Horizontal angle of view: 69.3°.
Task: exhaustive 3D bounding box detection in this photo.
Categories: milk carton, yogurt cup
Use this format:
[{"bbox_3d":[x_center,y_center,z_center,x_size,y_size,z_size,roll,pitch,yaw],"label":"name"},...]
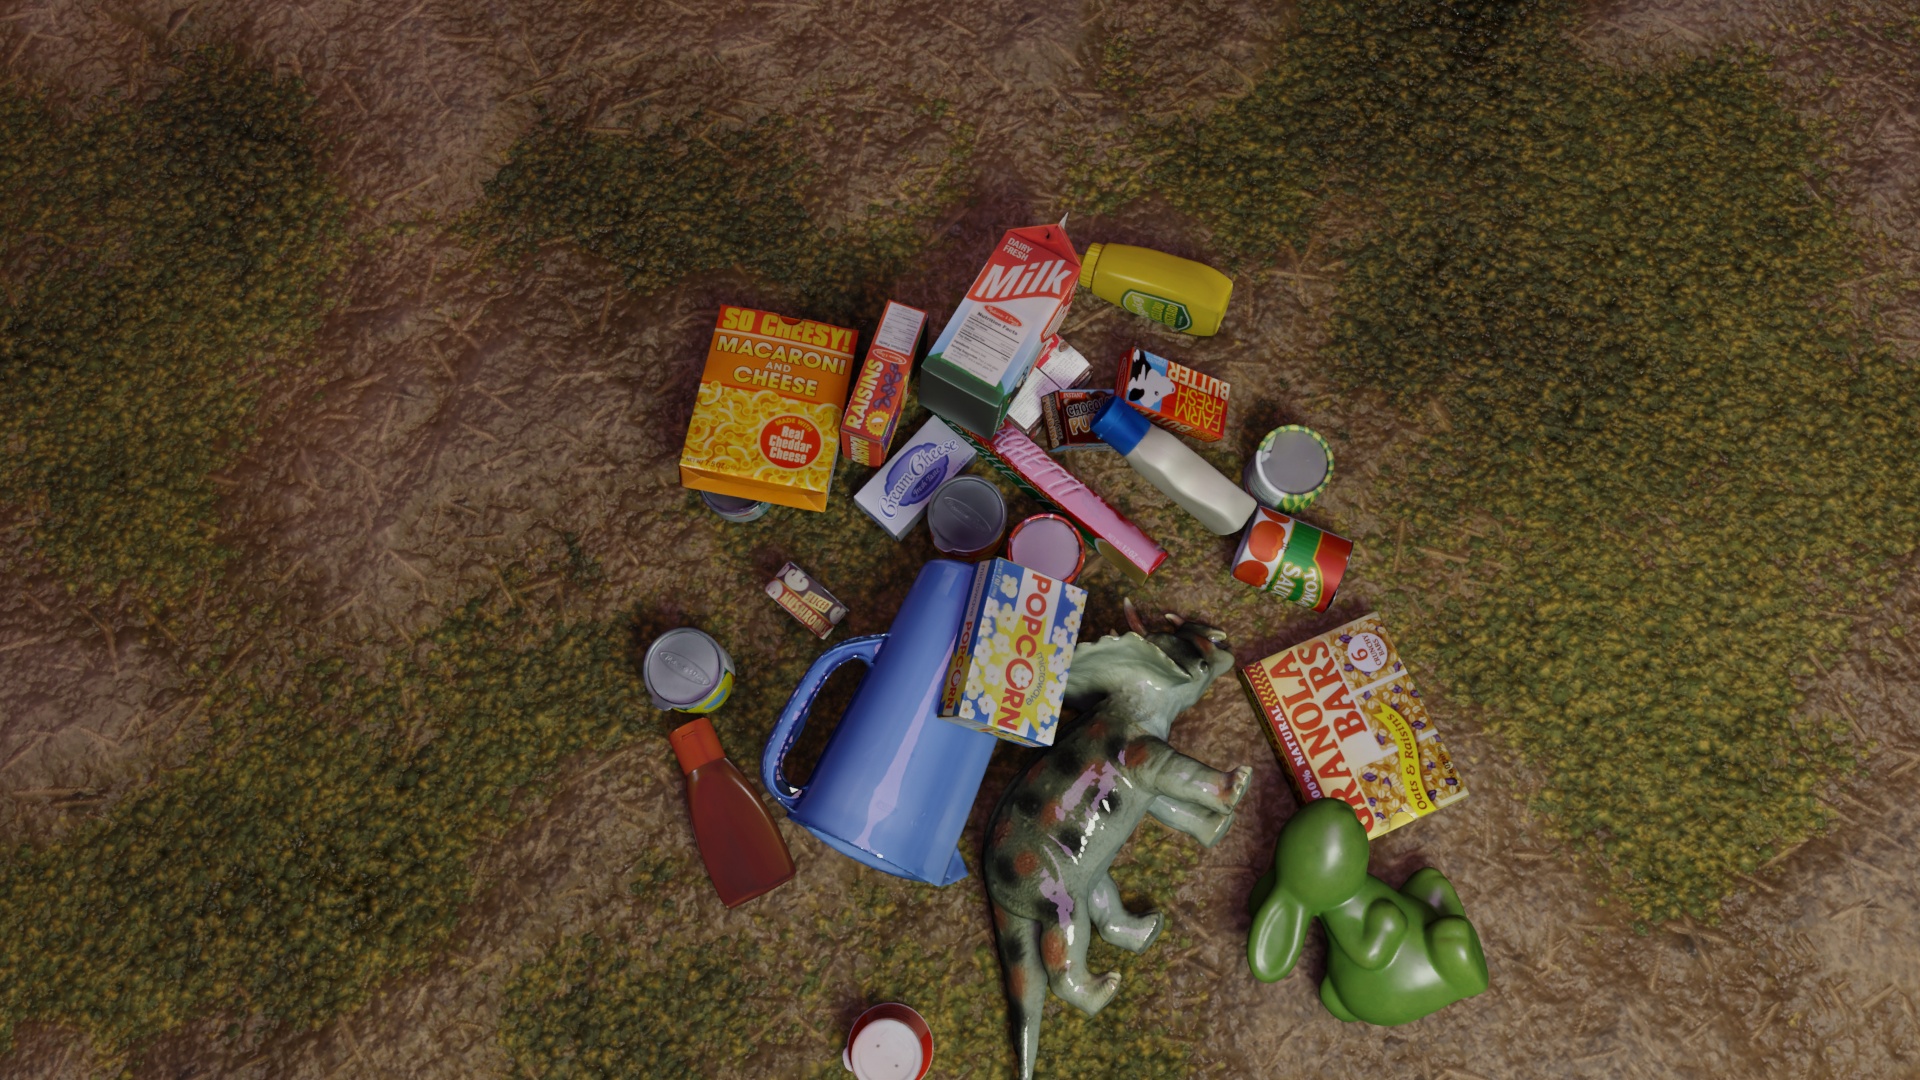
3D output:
[{"bbox_3d":[0.042,-0.187,1.165,0.073,0.072,0.191,29,71,6],"label":"milk carton"},{"bbox_3d":[-0.055,0.395,1.072,0.072,0.054,0.072,0,76,0],"label":"yogurt cup"}]

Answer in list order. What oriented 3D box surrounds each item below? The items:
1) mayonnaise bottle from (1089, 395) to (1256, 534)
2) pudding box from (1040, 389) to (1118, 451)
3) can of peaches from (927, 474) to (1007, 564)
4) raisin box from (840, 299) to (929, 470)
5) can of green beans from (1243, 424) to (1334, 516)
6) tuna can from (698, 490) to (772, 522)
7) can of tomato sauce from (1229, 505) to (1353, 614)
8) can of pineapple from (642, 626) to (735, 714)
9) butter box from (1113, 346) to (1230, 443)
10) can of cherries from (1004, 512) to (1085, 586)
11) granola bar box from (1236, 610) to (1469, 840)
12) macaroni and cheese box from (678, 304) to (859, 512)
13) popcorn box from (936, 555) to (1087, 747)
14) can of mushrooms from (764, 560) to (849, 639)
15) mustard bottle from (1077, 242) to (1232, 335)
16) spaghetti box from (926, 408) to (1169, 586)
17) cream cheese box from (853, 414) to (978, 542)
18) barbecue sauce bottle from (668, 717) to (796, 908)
[{"bbox_3d":[0.176,-0.063,1.160,0.148,0.064,0.041,38,83,-9],"label":"mayonnaise bottle"},{"bbox_3d":[0.111,-0.103,1.185,0.084,0.030,0.049,-3,82,-36],"label":"pudding box"},{"bbox_3d":[0.004,-0.015,1.172,0.071,0.058,0.071,0,77,0],"label":"can of peaches"},{"bbox_3d":[-0.064,-0.131,1.188,0.040,0.086,0.123,19,77,1],"label":"raisin box"},{"bbox_3d":[0.278,-0.059,1.180,0.071,0.057,0.071,0,76,1],"label":"can of green beans"},{"bbox_3d":[-0.191,-0.053,1.197,0.071,0.032,0.071,0,76,1],"label":"tuna can"},{"bbox_3d":[0.274,0.017,1.156,0.083,0.071,0.071,22,78,7],"label":"can of tomato sauce"},{"bbox_3d":[-0.224,0.109,1.143,0.071,0.057,0.071,0,76,1],"label":"can of pineapple"},{"bbox_3d":[0.182,-0.124,1.194,0.103,0.024,0.053,18,73,-21],"label":"butter box"},{"bbox_3d":[0.071,0.012,1.164,0.071,0.058,0.071,0,77,1],"label":"can of cherries"},{"bbox_3d":[0.318,0.157,1.135,0.124,0.039,0.166,-23,76,-5],"label":"granola bar box"},{"bbox_3d":[-0.160,-0.115,1.182,0.124,0.040,0.167,10,63,-4],"label":"macaroni and cheese box"},{"bbox_3d":[0.040,0.085,1.054,0.085,0.038,0.127,21,74,-25],"label":"popcorn box"},{"bbox_3d":[-0.127,0.050,1.151,0.071,0.071,0.033,39,82,9],"label":"can of mushrooms"},{"bbox_3d":[0.157,-0.228,1.224,0.160,0.065,0.049,20,72,11],"label":"mustard bottle"},{"bbox_3d":[0.070,-0.053,1.185,0.250,0.050,0.029,40,79,10],"label":"spaghetti box"},{"bbox_3d":[-0.039,-0.054,1.200,0.053,0.024,0.104,41,80,11],"label":"cream cheese box"},{"bbox_3d":[-0.191,0.217,1.124,0.065,0.043,0.149,-26,77,-6],"label":"barbecue sauce bottle"}]
